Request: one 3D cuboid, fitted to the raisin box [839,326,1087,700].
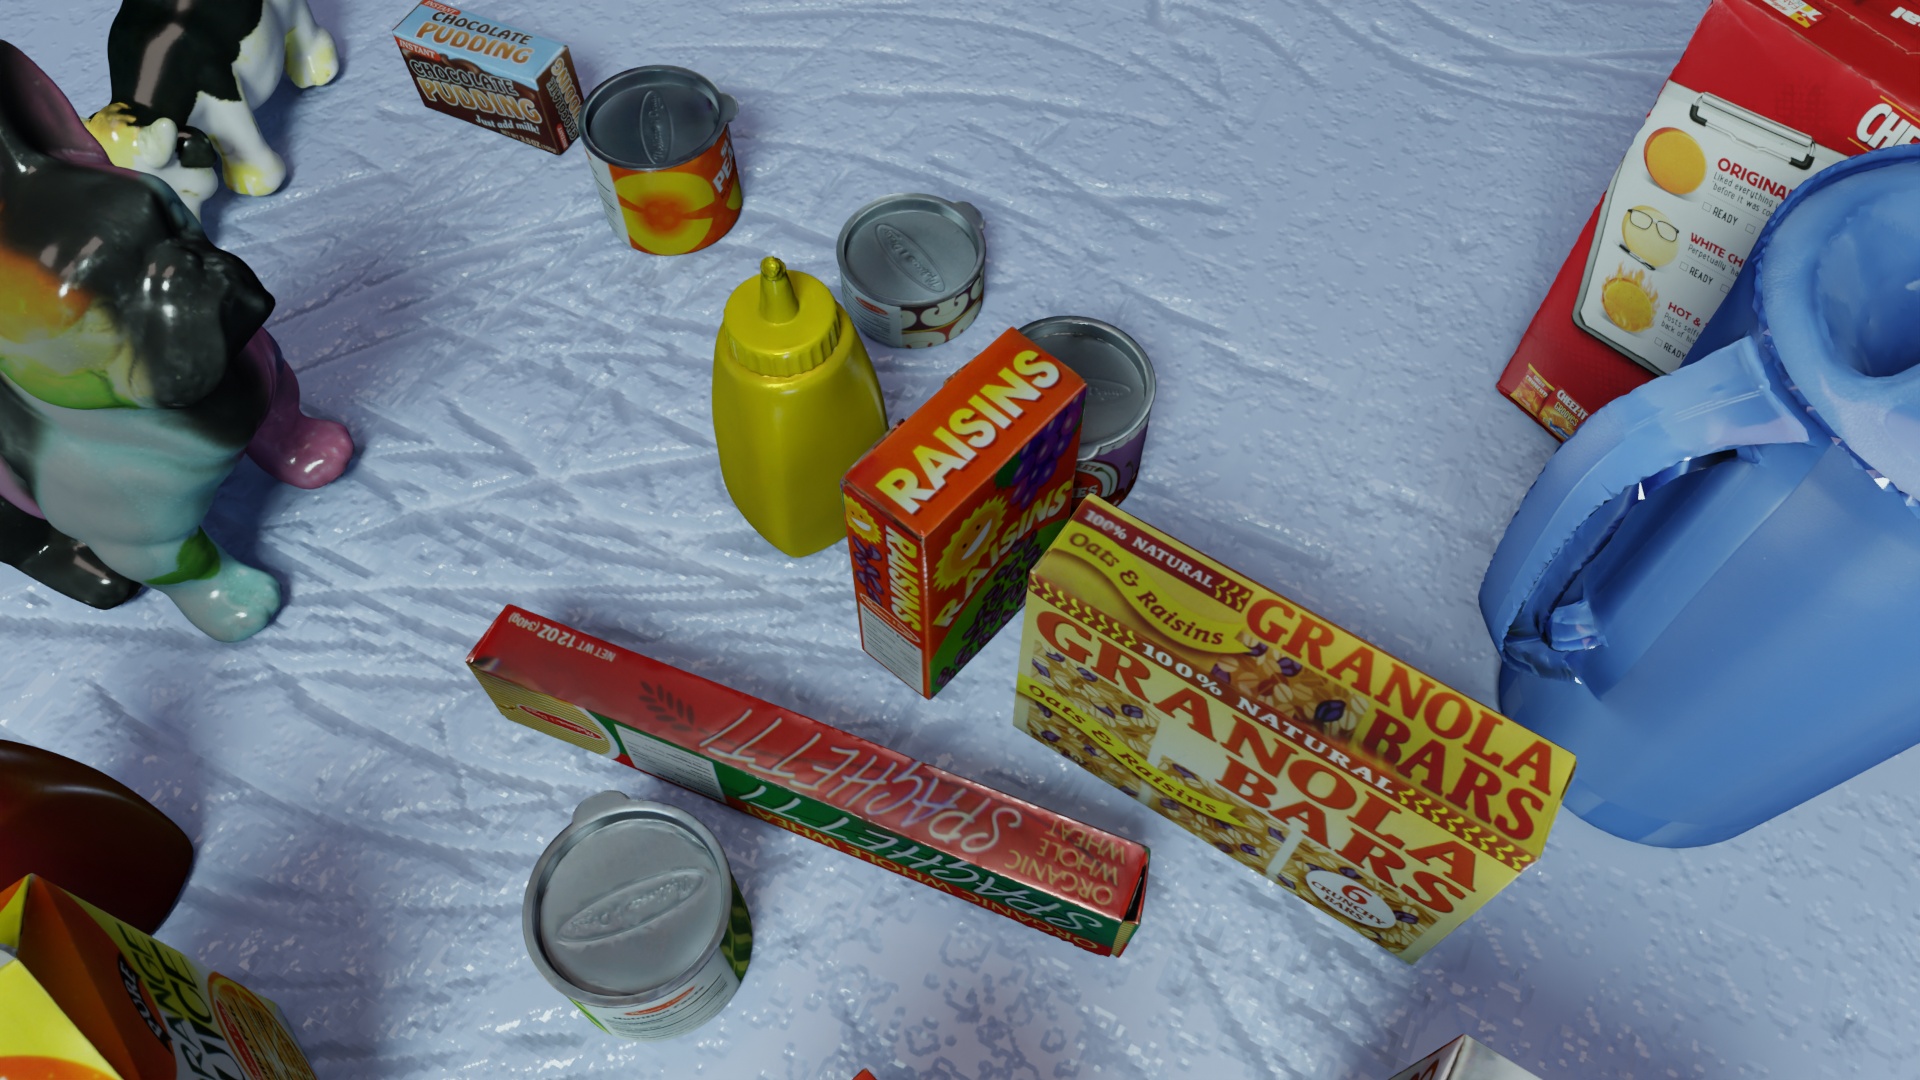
[{"bbox_3d":[0.002,-0.006,0.505,0.040,0.122,0.086,38,66,20],"label":"raisin box"}]

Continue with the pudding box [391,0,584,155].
[{"bbox_3d":[-0.227,-0.226,0.676,0.084,0.049,0.030,22,62,12],"label":"pudding box"}]

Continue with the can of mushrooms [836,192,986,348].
[{"bbox_3d":[-0.020,-0.122,0.626,0.071,0.033,0.071,0,59,0],"label":"can of mushrooms"}]

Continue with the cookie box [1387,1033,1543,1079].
[{"bbox_3d":[0.156,0.194,0.362,0.123,0.166,0.040,28,63,15],"label":"cookie box"}]

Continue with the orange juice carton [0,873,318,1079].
[{"bbox_3d":[-0.237,0.152,0.367,0.072,0.191,0.073,-36,66,-19],"label":"orange juice carton"}]

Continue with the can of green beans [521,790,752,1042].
[{"bbox_3d":[-0.105,0.127,0.462,0.071,0.057,0.071,0,59,0],"label":"can of green beans"}]

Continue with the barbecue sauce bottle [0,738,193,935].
[{"bbox_3d":[-0.299,0.091,0.429,0.044,0.147,0.065,24,62,13],"label":"barbecue sauce bottle"}]

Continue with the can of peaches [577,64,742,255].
[{"bbox_3d":[-0.135,-0.175,0.642,0.071,0.057,0.071,0,59,0],"label":"can of peaches"}]

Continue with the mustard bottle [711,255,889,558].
[{"bbox_3d":[-0.060,-0.054,0.511,0.065,0.159,0.049,-37,66,-20],"label":"mustard bottle"}]

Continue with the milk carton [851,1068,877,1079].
[{"bbox_3d":[-0.022,0.193,0.347,0.072,0.189,0.074,40,67,20],"label":"milk carton"}]

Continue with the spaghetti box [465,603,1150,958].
[{"bbox_3d":[-0.054,0.085,0.492,0.250,0.050,0.029,19,61,10],"label":"spaghetti box"}]

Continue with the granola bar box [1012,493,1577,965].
[{"bbox_3d":[0.099,0.066,0.463,0.166,0.123,0.039,30,64,16],"label":"granola bar box"}]

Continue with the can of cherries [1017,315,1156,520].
[{"bbox_3d":[0.043,-0.046,0.567,0.071,0.058,0.072,0,59,0],"label":"can of cherries"}]
